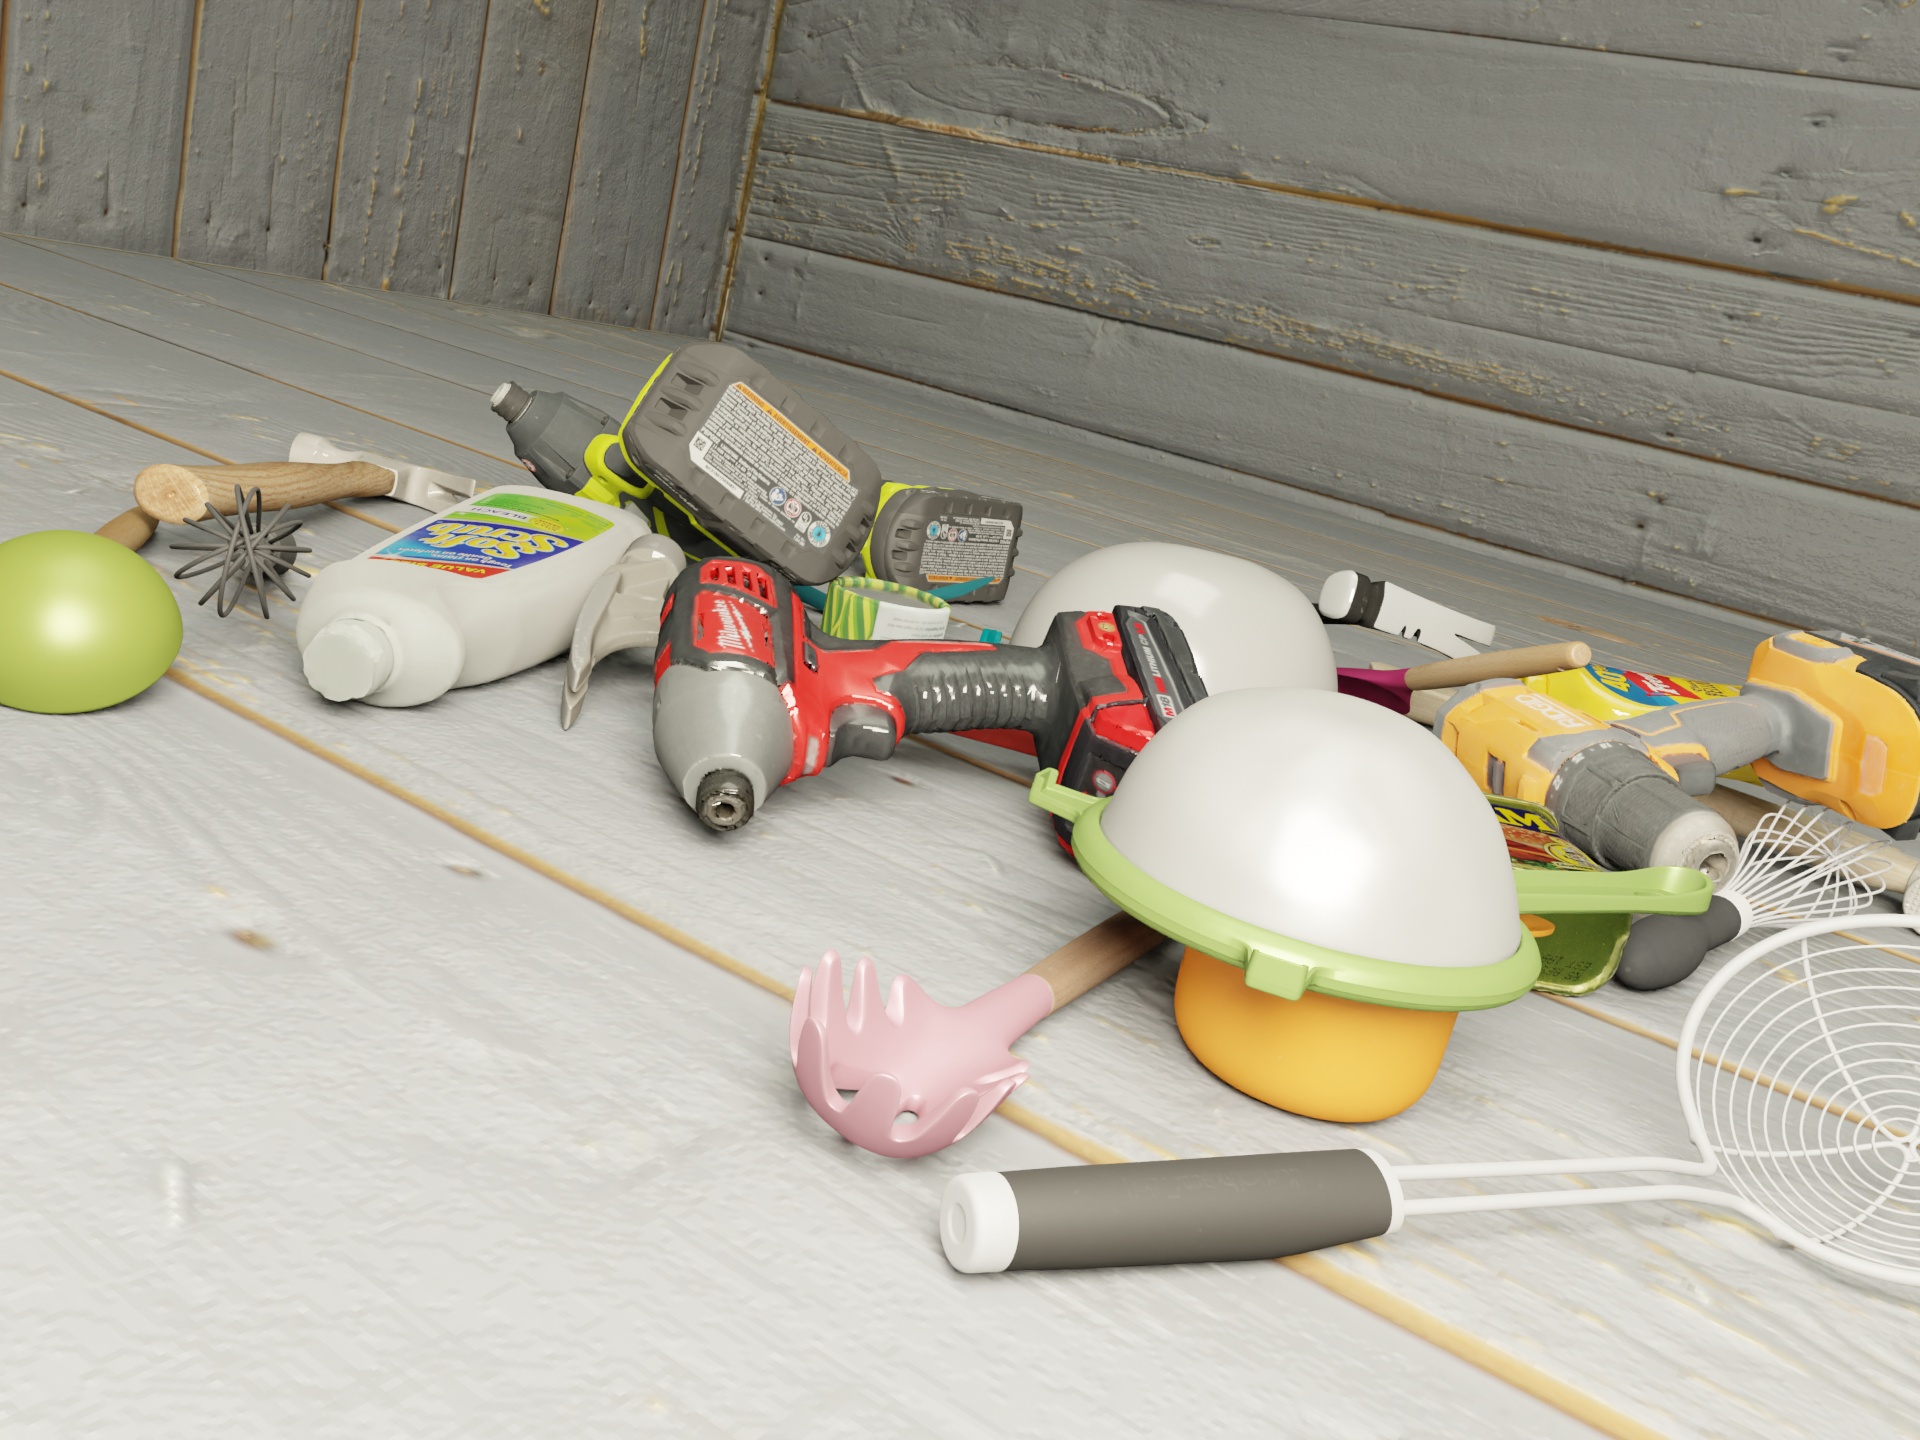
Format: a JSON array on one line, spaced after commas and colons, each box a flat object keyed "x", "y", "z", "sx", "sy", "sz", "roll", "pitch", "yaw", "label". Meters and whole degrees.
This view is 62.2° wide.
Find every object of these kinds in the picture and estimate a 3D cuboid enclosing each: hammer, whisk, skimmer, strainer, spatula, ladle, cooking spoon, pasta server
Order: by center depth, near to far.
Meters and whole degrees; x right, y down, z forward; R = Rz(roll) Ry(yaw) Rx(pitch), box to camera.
[{"x": 0.171, "y": 0.103, "z": 0.428, "sx": 0.363, "sy": 0.090, "sz": 0.127, "roll": 5, "pitch": 33, "yaw": -26, "label": "skimmer"}, {"x": 0.038, "y": 0.077, "z": 0.520, "sx": 0.060, "sy": 0.040, "sz": 0.316, "roll": 33, "pitch": 20, "yaw": 20, "label": "pasta server"}, {"x": 0.162, "y": 0.032, "z": 0.525, "sx": 0.256, "sy": 0.069, "sz": 0.152, "roll": 4, "pitch": 17, "yaw": -26, "label": "strainer"}, {"x": -0.373, "y": -0.063, "z": 0.697, "sx": 0.078, "sy": 0.062, "sz": 0.320, "roll": 0, "pitch": 12, "yaw": -22, "label": "ladle"}, {"x": -0.315, "y": -0.075, "z": 0.715, "sx": 0.055, "sy": 0.055, "sz": 0.239, "roll": 8, "pitch": 3, "yaw": -21, "label": "whisk"}, {"x": -0.001, "y": -0.002, "z": 0.753, "sx": 0.359, "sy": 0.036, "sz": 0.149, "roll": 15, "pitch": 30, "yaw": -6, "label": "hammer"}, {"x": 0.373, "y": 0.087, "z": 0.757, "sx": 0.284, "sy": 0.070, "sz": 0.070, "roll": -9, "pitch": 26, "yaw": -44, "label": "whisk"}, {"x": -0.374, "y": -0.135, "z": 0.912, "sx": 0.130, "sy": 0.031, "sz": 0.331, "roll": 14, "pitch": 10, "yaw": -4, "label": "hammer"}, {"x": 0.189, "y": -0.041, "z": 0.931, "sx": 0.340, "sy": 0.095, "sz": 0.211, "roll": 10, "pitch": 7, "yaw": -13, "label": "strainer"}, {"x": 0.292, "y": -0.028, "z": 0.978, "sx": 0.068, "sy": 0.017, "sz": 0.319, "roll": 27, "pitch": -7, "yaw": -8, "label": "cooking spoon"}, {"x": 0.447, "y": 0.039, "z": 1.028, "sx": 0.411, "sy": 0.038, "sz": 0.146, "roll": 26, "pitch": 18, "yaw": 40, "label": "hammer"}, {"x": -0.138, "y": -0.106, "z": 1.036, "sx": 0.317, "sy": 0.044, "sz": 0.082, "roll": 16, "pitch": 18, "yaw": 15, "label": "spatula"}, {"x": 0.214, "y": -0.076, "z": 1.114, "sx": 0.127, "sy": 0.034, "sz": 0.337, "roll": 17, "pitch": -1, "yaw": -26, "label": "hammer"}]

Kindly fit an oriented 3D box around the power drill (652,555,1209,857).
[{"x": -0.014, "y": 0.001, "z": 0.643, "sx": 0.219, "sy": 0.078, "sz": 0.143, "roll": 7, "pitch": 34, "yaw": -12, "label": "power drill"}]

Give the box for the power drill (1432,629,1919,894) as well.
[{"x": 0.367, "y": 0.022, "z": 0.754, "sx": 0.226, "sy": 0.084, "sz": 0.185, "roll": -7, "pitch": 19, "yaw": -10, "label": "power drill"}]

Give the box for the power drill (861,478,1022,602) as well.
[{"x": -0.063, "y": -0.155, "z": 1.227, "sx": 0.190, "sy": 0.080, "sz": 0.229, "roll": -2, "pitch": 19, "yaw": -45, "label": "power drill"}]

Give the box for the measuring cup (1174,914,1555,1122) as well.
[{"x": 0.144, "y": 0.091, "z": 0.535, "sx": 0.173, "sy": 0.052, "sz": 0.095, "roll": 3, "pitch": 17, "yaw": -40, "label": "measuring cup"}]

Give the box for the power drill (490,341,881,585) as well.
[{"x": -0.158, "y": -0.135, "z": 0.873, "sx": 0.171, "sy": 0.080, "sz": 0.223, "roll": 37, "pitch": -17, "yaw": -30, "label": "power drill"}]
